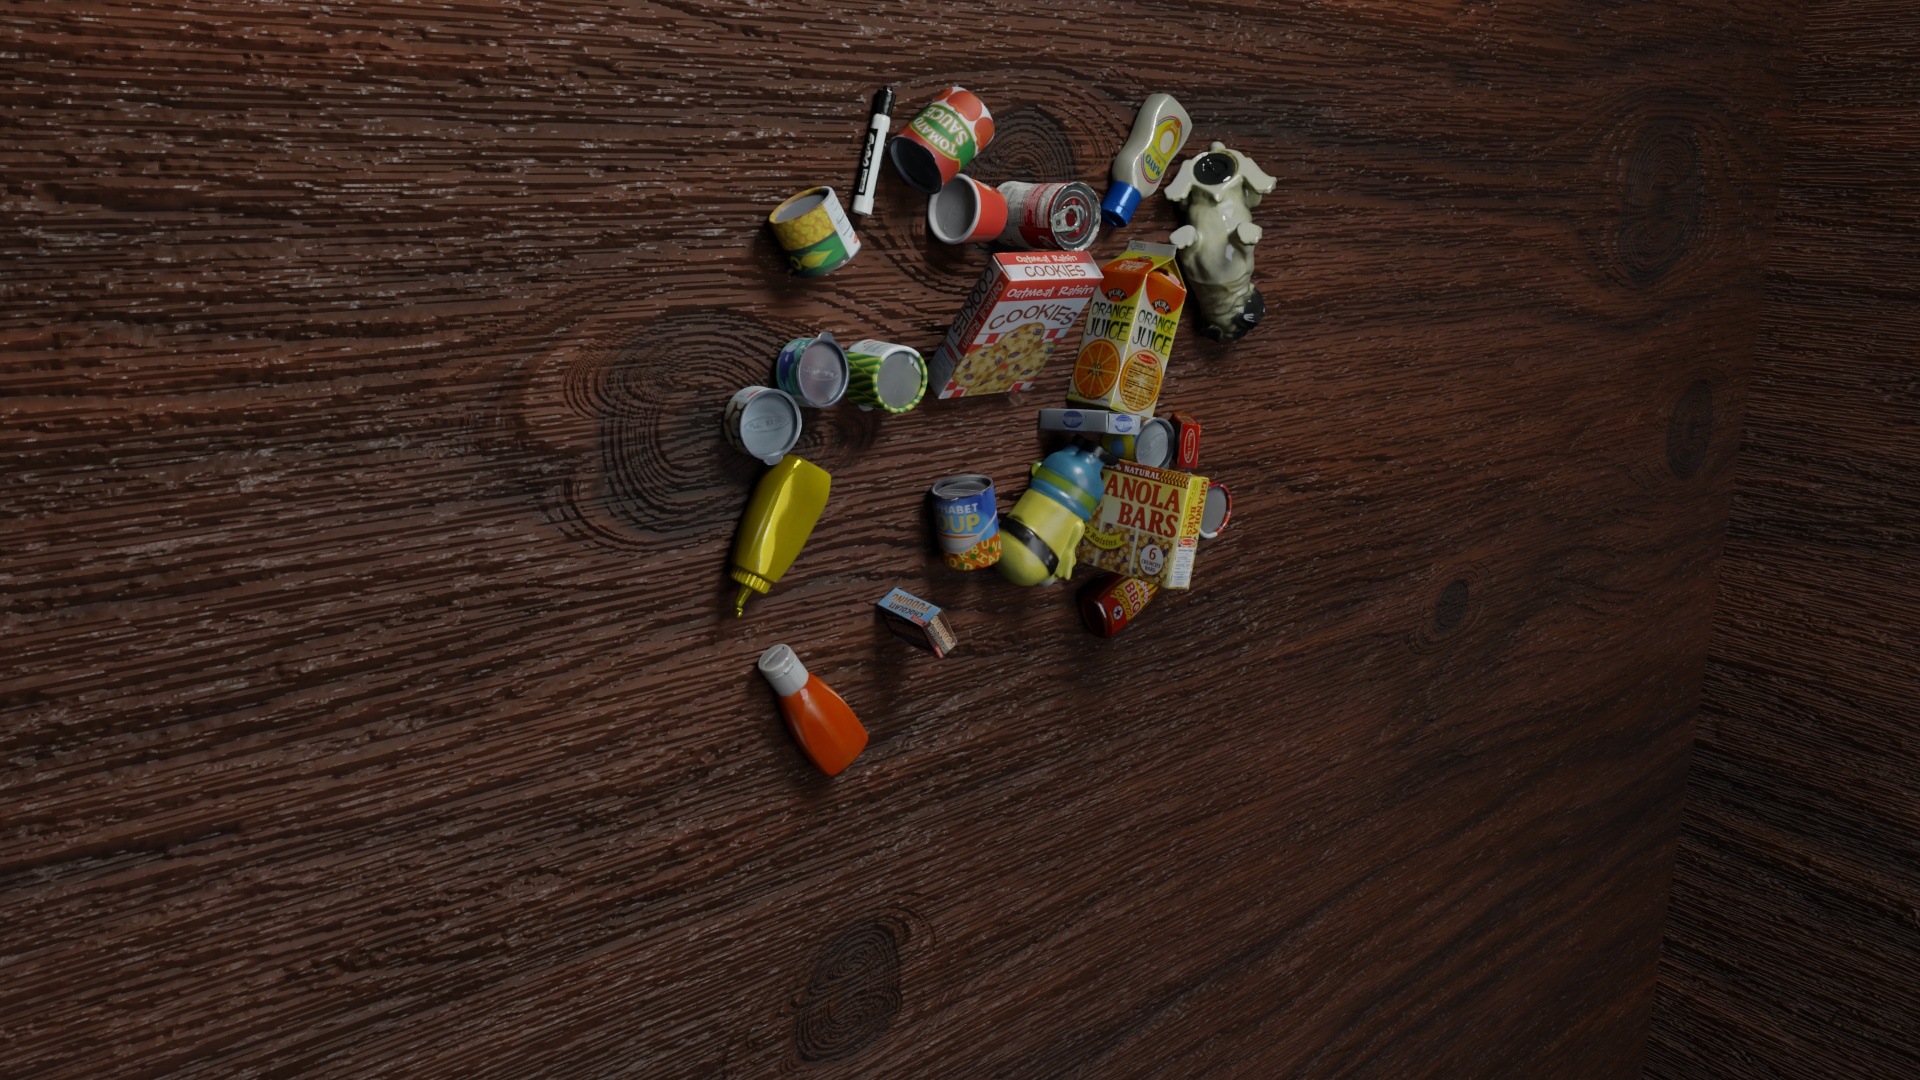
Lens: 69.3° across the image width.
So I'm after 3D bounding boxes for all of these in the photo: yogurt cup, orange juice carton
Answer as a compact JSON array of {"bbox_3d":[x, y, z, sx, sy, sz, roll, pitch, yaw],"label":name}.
[{"bbox_3d":[0.009,-0.325,1.373,0.054,0.072,0.072,-5,105,-48],"label":"yogurt cup"},{"bbox_3d":[0.189,-0.238,1.545,0.073,0.072,0.192,12,94,-42],"label":"orange juice carton"}]

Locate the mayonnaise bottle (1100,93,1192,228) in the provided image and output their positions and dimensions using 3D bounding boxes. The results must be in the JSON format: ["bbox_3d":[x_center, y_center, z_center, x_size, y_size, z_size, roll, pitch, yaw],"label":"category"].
[{"bbox_3d":[0.200,-0.414,1.525,0.064,0.041,0.148,37,77,-42],"label":"mayonnaise bottle"}]

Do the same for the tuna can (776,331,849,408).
[{"bbox_3d":[-0.139,-0.160,1.305,0.071,0.033,0.071,-9,102,-47],"label":"tuna can"}]

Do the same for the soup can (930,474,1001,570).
[{"bbox_3d":[0.005,-0.018,1.450,0.071,0.071,0.083,-23,116,-34],"label":"soup can"}]

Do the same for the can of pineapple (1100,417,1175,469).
[{"bbox_3d":[0.204,-0.111,1.602,0.071,0.058,0.070,-13,110,-37],"label":"can of pineapple"}]

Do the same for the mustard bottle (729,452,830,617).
[{"bbox_3d":[-0.180,-0.002,1.309,0.065,0.049,0.160,31,82,-42],"label":"mustard bottle"}]

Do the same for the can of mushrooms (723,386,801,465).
[{"bbox_3d":[-0.184,-0.107,1.287,0.071,0.033,0.070,-13,110,-38],"label":"can of mushrooms"}]

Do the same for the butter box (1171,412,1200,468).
[{"bbox_3d":[0.263,-0.118,1.629,0.024,0.104,0.053,4,103,2],"label":"butter box"}]

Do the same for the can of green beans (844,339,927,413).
[{"bbox_3d":[-0.075,-0.159,1.349,0.071,0.058,0.071,-13,110,-38],"label":"can of green beans"}]

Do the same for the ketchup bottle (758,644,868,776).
[{"bbox_3d":[-0.150,0.166,1.385,0.065,0.043,0.148,-46,127,-23],"label":"ketchup bottle"}]

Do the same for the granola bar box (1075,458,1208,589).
[{"bbox_3d":[0.191,-0.024,1.543,0.039,0.165,0.124,3,100,-43],"label":"granola bar box"}]

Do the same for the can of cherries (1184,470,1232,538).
[{"bbox_3d":[0.270,-0.042,1.596,0.072,0.058,0.071,-12,109,-38],"label":"can of cherries"}]

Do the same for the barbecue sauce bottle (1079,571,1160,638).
[{"bbox_3d":[0.207,0.054,1.660,0.149,0.043,0.064,-35,121,-29],"label":"barbecue sauce bottle"}]

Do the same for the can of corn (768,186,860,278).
[{"bbox_3d":[-0.135,-0.279,1.261,0.071,0.071,0.058,-43,125,-23],"label":"can of corn"}]

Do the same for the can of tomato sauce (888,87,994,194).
[{"bbox_3d":[-0.017,-0.384,1.329,0.083,0.071,0.071,-48,128,-21],"label":"can of tomato sauce"}]

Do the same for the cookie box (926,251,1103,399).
[{"bbox_3d":[0.051,-0.217,1.391,0.123,0.040,0.166,-11,149,-38],"label":"cookie box"}]

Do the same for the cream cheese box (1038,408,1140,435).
[{"bbox_3d":[0.140,-0.129,1.511,0.053,0.104,0.024,0,96,-42],"label":"cream cheese box"}]

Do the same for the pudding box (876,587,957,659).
[{"bbox_3d":[-0.045,0.085,1.426,0.030,0.084,0.049,-41,126,-21],"label":"pudding box"}]
